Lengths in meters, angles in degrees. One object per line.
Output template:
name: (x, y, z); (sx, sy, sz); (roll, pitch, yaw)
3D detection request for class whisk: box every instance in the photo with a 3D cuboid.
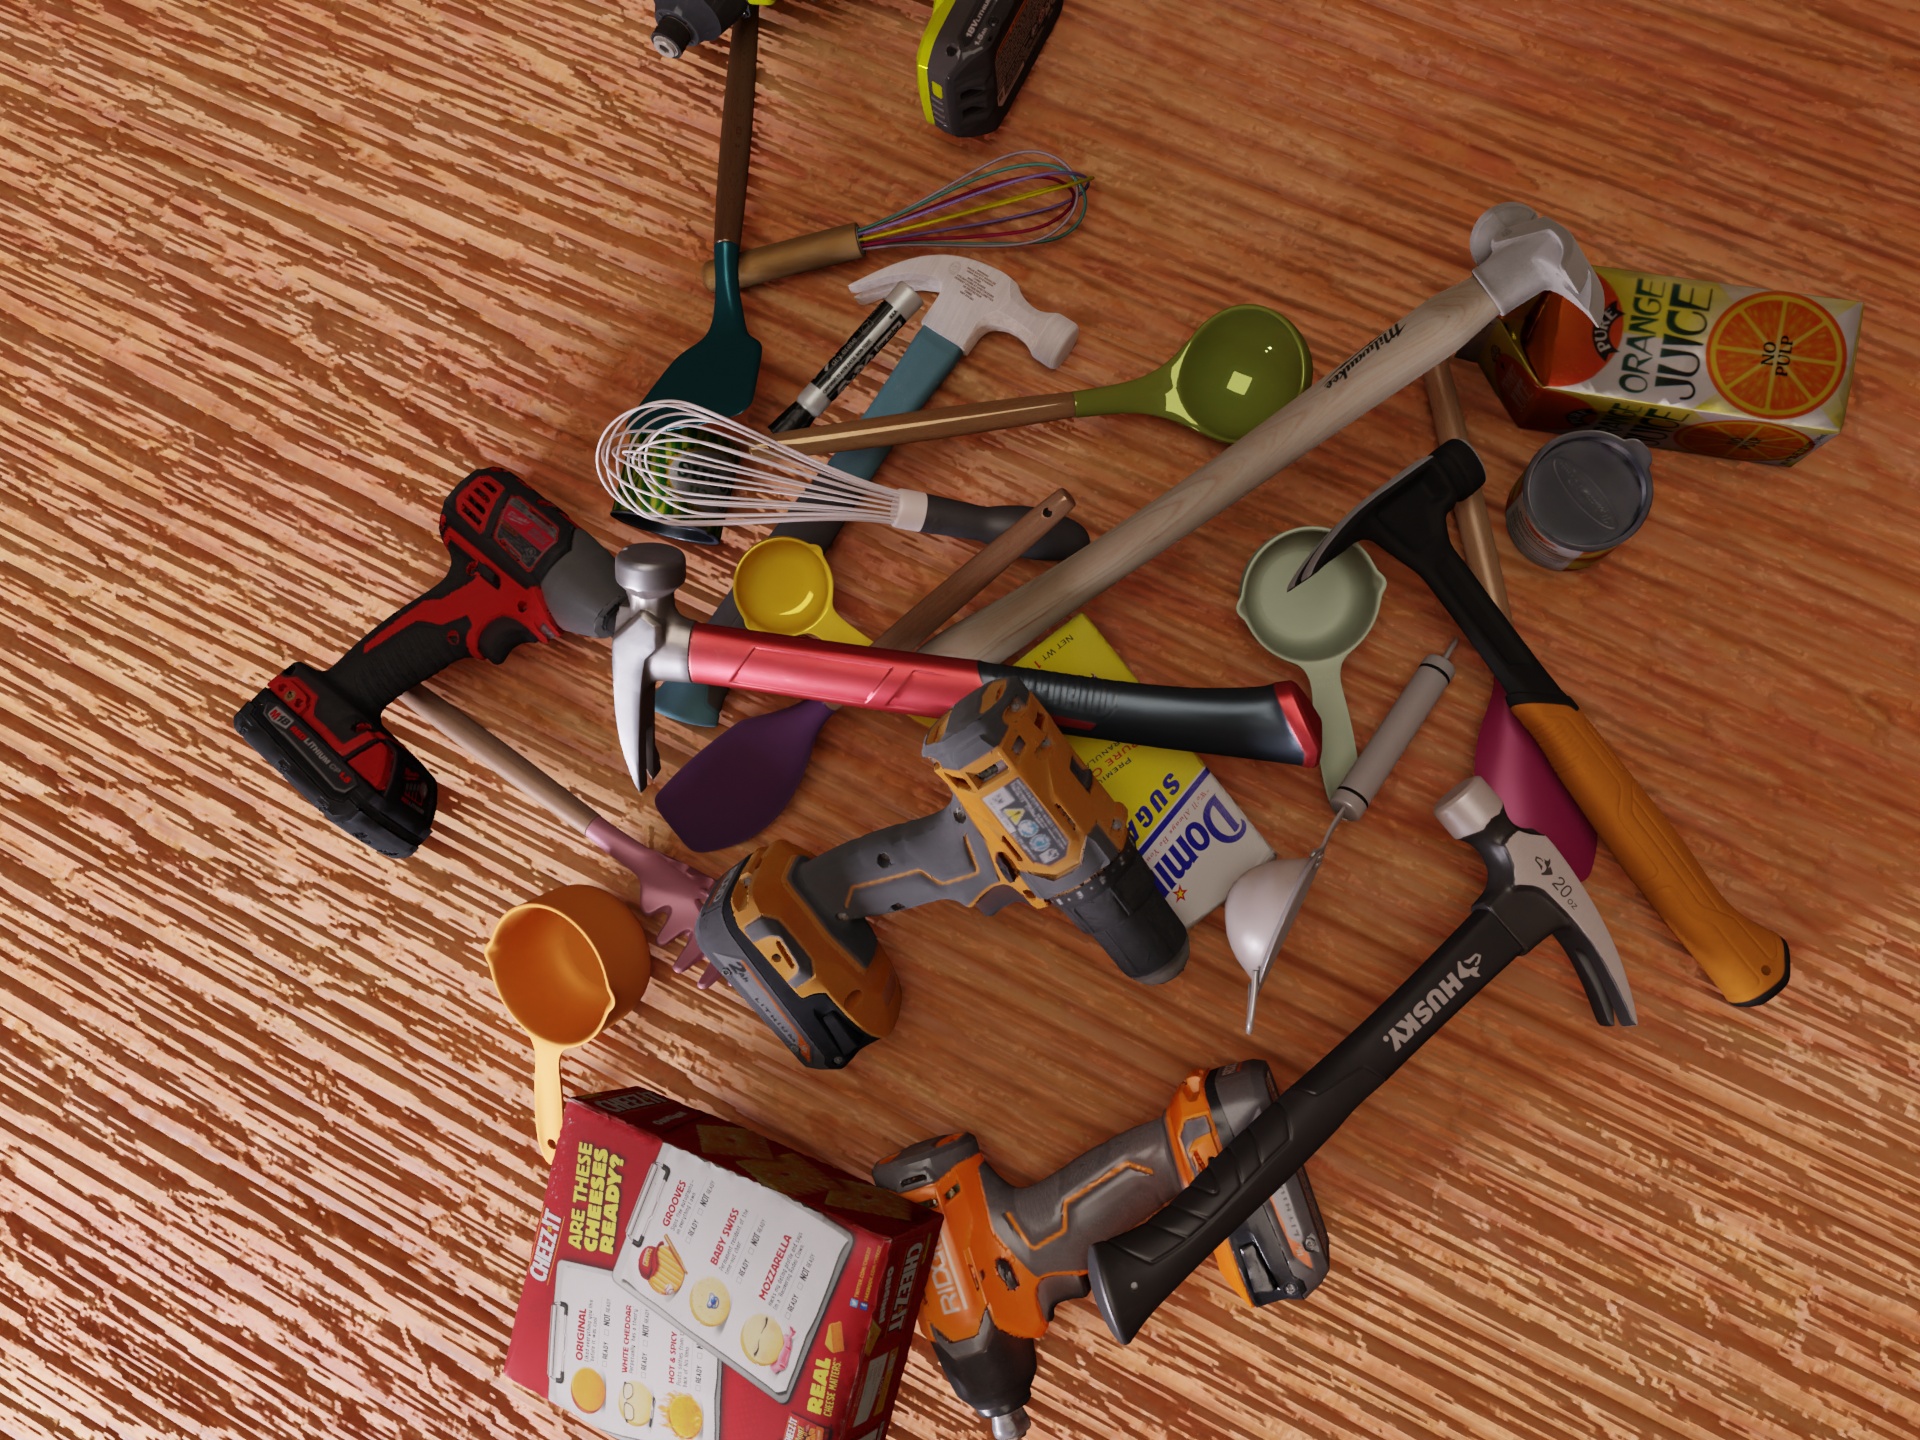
whisk: (-0.038, -0.293, 0.957); (0.245, 0.051, 0.047); (-11, 48, 12)
whisk: (-0.060, -0.123, 0.891); (0.284, 0.070, 0.070); (9, 86, -17)

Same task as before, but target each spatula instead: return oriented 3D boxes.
spatula: (-0.056, -0.025, 0.901); (0.316, 0.018, 0.060); (-40, 90, 20)
spatula: (-0.142, -0.311, 0.948); (0.082, 0.044, 0.318); (-5, 73, 24)

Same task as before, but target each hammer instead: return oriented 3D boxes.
hammer: (-0.001, -0.003, 0.865); (0.386, 0.038, 0.143); (8, 116, 8)
hammer: (0.319, 0.015, 0.846); (0.127, 0.034, 0.337); (-36, 87, -16)
hammer: (0.135, -0.121, 0.834); (0.410, 0.146, 0.038); (-34, 110, 20)
hammer: (0.195, 0.186, 0.800); (0.335, 0.035, 0.146); (-40, 87, -14)
hammer: (-0.076, -0.132, 0.946); (0.128, 0.033, 0.331); (36, 91, 10)

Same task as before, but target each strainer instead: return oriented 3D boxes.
strainer: (0.202, 0.051, 0.855); (0.050, 0.086, 0.258); (32, 71, 18)

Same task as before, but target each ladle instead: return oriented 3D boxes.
ladle: (0.039, -0.177, 0.897); (0.320, 0.062, 0.078); (-8, 89, -2)

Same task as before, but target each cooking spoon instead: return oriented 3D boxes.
cooking spoon: (0.296, -0.064, 0.884); (0.068, 0.017, 0.319); (-8, 80, -12)

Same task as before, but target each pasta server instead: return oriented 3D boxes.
pasta server: (-0.245, 0.050, 0.953); (0.316, 0.040, 0.060); (34, 119, 12)

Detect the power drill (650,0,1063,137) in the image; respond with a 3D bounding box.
power drill: (-0.064, -0.439, 0.944); (0.223, 0.080, 0.171); (23, 77, 12)

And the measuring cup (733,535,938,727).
measuring cup: (-0.066, -0.048, 0.925); (0.156, 0.029, 0.062); (40, 94, -17)

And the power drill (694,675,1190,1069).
power drill: (-0.005, 0.103, 0.856); (0.226, 0.084, 0.185); (-33, 106, 21)

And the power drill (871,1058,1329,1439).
power drill: (0.079, 0.286, 0.860); (0.226, 0.084, 0.164); (-20, 82, 11)

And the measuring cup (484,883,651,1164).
measuring cup: (-0.226, 0.178, 0.937); (0.095, 0.052, 0.173); (15, 113, 24)

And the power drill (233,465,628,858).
power drill: (-0.296, -0.034, 0.932); (0.143, 0.078, 0.220); (37, 78, 19)

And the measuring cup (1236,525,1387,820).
measuring cup: (0.203, -0.027, 0.897); (0.083, 0.038, 0.167); (-11, 99, 5)
